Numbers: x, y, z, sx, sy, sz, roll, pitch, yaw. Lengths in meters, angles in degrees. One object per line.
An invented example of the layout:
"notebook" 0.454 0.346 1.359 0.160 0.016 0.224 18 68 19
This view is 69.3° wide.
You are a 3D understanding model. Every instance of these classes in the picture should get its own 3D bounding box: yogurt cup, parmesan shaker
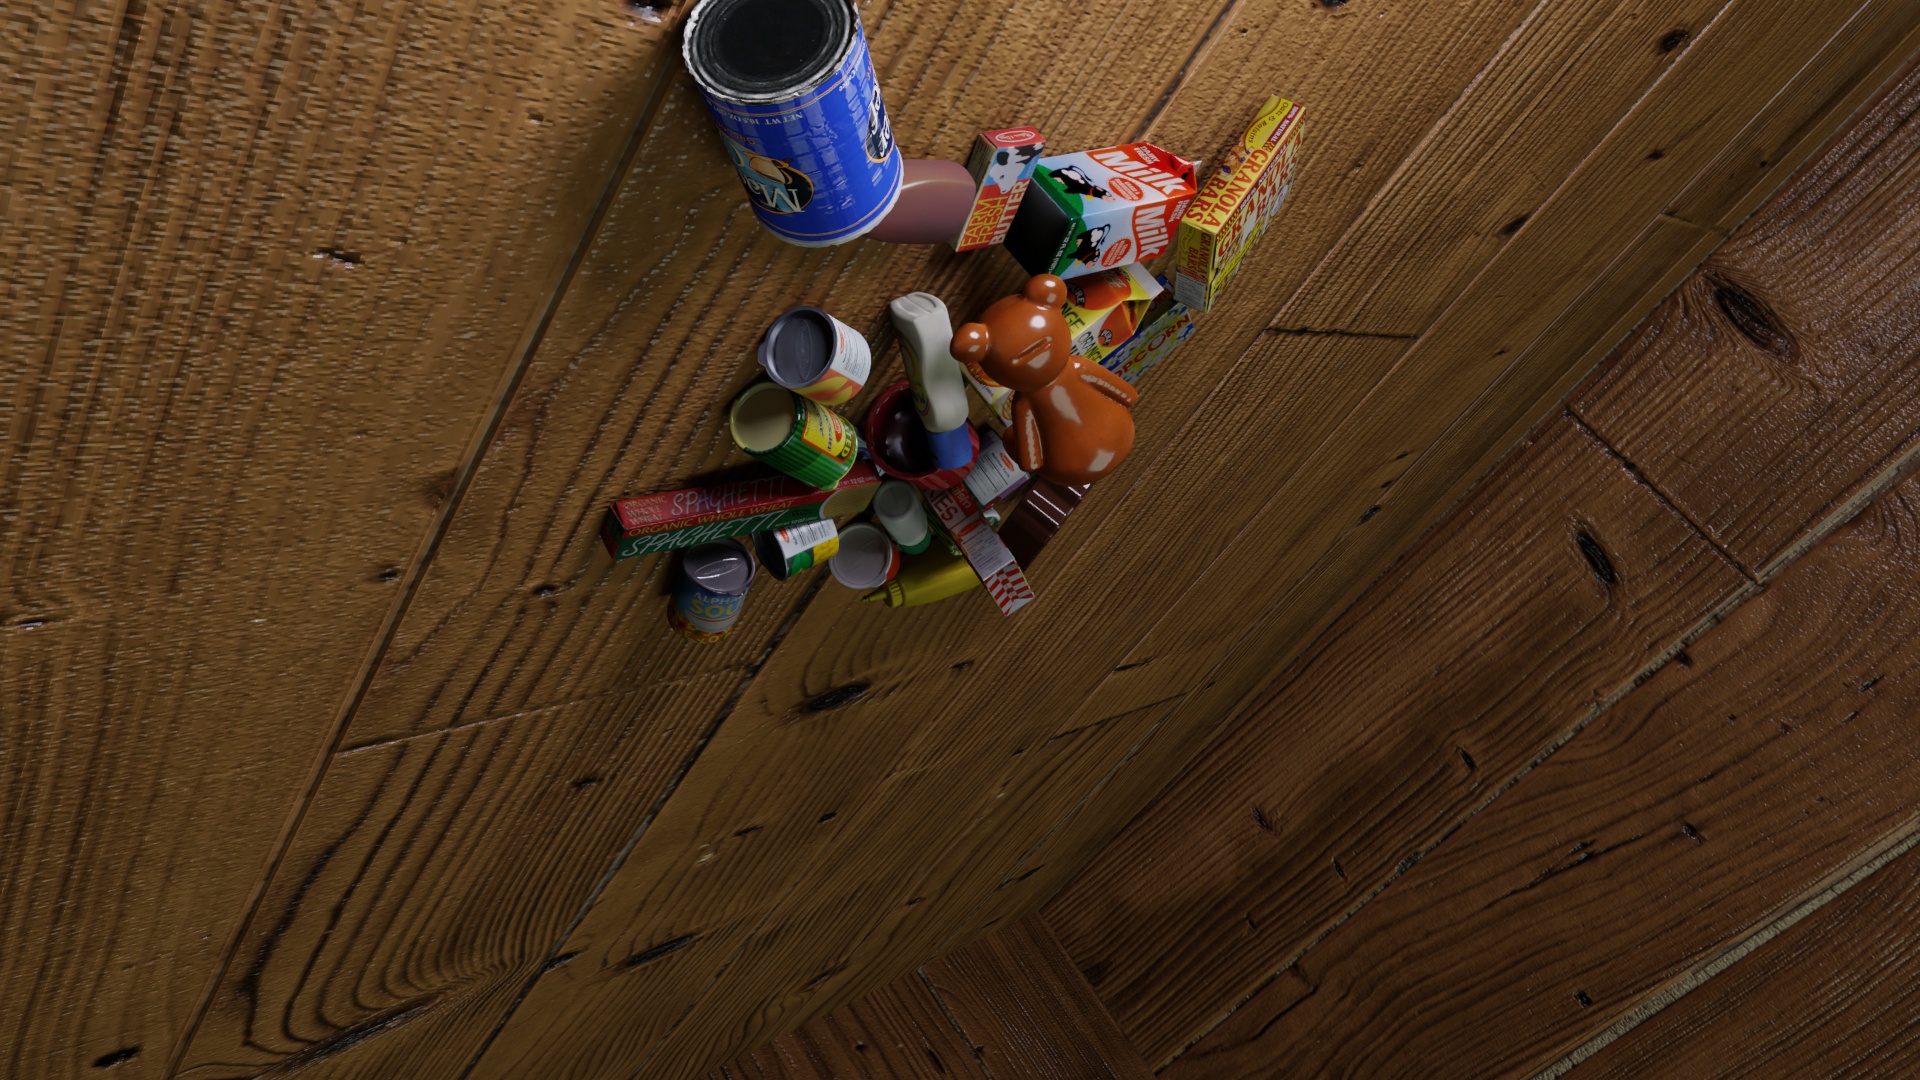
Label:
"yogurt cup" -0.095 0.018 1.419 0.072 0.072 0.054 -40 165 6
"parmesan shaker" -0.137 -0.086 1.150 0.071 0.071 0.103 -42 157 9

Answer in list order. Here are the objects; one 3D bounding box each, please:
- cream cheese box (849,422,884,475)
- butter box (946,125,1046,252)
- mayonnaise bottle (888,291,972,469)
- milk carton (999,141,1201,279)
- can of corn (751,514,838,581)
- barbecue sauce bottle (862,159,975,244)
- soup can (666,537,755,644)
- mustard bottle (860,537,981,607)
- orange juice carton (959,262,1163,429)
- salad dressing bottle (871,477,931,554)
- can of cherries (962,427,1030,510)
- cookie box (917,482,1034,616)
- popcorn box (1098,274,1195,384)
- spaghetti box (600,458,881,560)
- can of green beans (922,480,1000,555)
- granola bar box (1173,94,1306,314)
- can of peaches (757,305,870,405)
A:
"cream cheese box" -0.104 -0.077 1.277 0.053 0.024 0.103 -40 157 9
"butter box" 0.025 -0.275 1.091 0.053 0.024 0.103 -20 151 -35
"mayonnaise bottle" -0.021 -0.131 1.166 0.041 0.065 0.147 -23 122 -16
"milk carton" 0.126 -0.280 1.168 0.191 0.073 0.072 -20 152 -37
"can of corn" -0.155 -0.003 1.289 0.058 0.071 0.070 -26 154 -26
"barbecue sauce bottle" -0.058 -0.245 1.003 0.149 0.044 0.064 -12 146 -45
"soup can" -0.228 0.048 1.269 0.071 0.071 0.083 -20 151 -36
"mustard bottle" -0.041 0.039 1.541 0.161 0.065 0.048 -21 147 -22
"orange juice carton" 0.091 -0.195 1.278 0.192 0.072 0.073 -38 157 2
"salad dressing bottle" -0.056 -0.020 1.411 0.044 0.064 0.147 -24 164 0
"can of cherries" 0.030 -0.073 1.428 0.058 0.071 0.071 -38 157 1
"cookie box" 0.005 -0.017 1.364 0.040 0.168 0.122 -34 157 -1
"popcorn box" 0.177 -0.204 1.428 0.126 0.038 0.085 -39 157 3
"spaghetti box" -0.185 -0.029 1.203 0.251 0.029 0.050 -13 153 -34
"can of green beans" 0.000 -0.026 1.480 0.071 0.058 0.071 -31 156 -15
"granola bar box" 0.256 -0.307 1.278 0.166 0.039 0.123 -54 162 -18
"can of peaches" -0.114 -0.144 1.087 0.071 0.071 0.058 -43 157 12
